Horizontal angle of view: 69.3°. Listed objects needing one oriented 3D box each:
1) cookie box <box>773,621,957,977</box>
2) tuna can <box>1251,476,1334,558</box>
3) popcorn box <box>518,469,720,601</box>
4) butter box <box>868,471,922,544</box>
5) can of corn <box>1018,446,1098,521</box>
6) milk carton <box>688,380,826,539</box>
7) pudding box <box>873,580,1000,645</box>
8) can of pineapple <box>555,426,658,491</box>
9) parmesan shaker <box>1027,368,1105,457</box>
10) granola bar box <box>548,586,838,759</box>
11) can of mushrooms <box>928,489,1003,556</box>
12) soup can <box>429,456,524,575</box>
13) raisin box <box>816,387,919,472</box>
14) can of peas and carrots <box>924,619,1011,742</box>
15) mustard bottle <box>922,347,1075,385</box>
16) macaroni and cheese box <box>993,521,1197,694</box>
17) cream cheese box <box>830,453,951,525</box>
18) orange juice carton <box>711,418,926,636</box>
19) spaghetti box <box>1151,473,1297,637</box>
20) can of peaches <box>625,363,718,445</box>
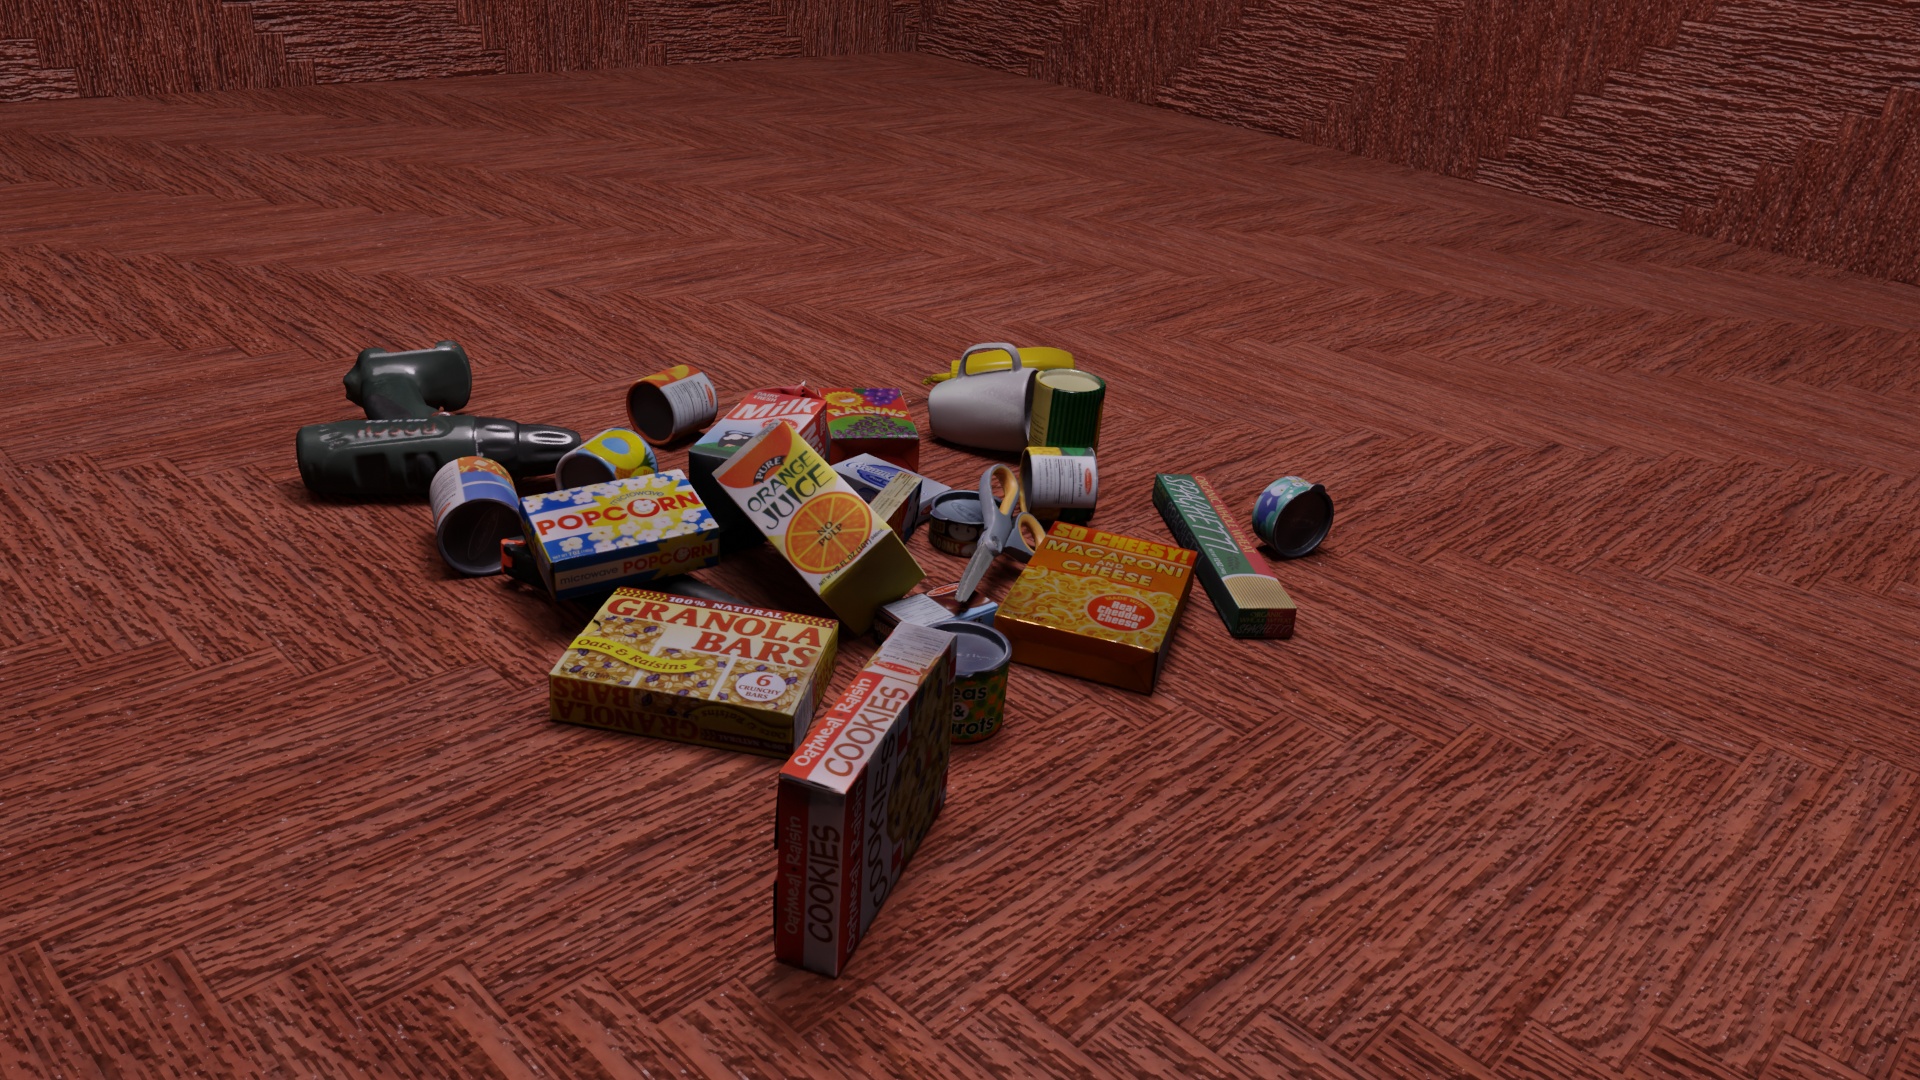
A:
[{"bbox_3d":[-0.051,0.139,0.775,0.040,0.122,0.168,12,28,16],"label":"cookie box"},{"bbox_3d":[0.290,-0.023,1.210,0.071,0.070,0.033,-9,29,-26],"label":"tuna can"},{"bbox_3d":[-0.252,-0.006,1.029,0.127,0.038,0.085,-13,40,-27],"label":"popcorn box"},{"bbox_3d":[-0.061,-0.013,1.145,0.024,0.052,0.104,15,29,12],"label":"butter box"},{"bbox_3d":[0.085,-0.050,1.233,0.058,0.070,0.071,1,27,-9],"label":"can of corn"},{"bbox_3d":[-0.170,-0.079,1.231,0.073,0.072,0.191,10,27,10],"label":"milk carton"},{"bbox_3d":[-0.017,0.061,1.034,0.084,0.030,0.050,-17,34,-37],"label":"pudding box"},{"bbox_3d":[-0.296,-0.054,1.169,0.071,0.070,0.058,14,28,16],"label":"can of pineapple"},{"bbox_3d":[0.098,-0.100,1.290,0.071,0.102,0.071,5,27,-2],"label":"parmesan shaker"},{"bbox_3d":[-0.177,0.086,0.946,0.166,0.039,0.125,9,27,5],"label":"granola bar box"},{"bbox_3d":[0.004,-0.015,1.182,0.071,0.033,0.071,5,27,-2],"label":"can of mushrooms"},{"bbox_3d":[-0.376,-0.019,1.088,0.071,0.071,0.084,-7,29,-22],"label":"soup can"},{"bbox_3d":[-0.091,-0.107,1.339,0.086,0.040,0.124,-2,29,-12],"label":"raisin box"},{"bbox_3d":[-0.001,0.096,0.937,0.071,0.058,0.071,4,28,-2],"label":"can of peas and carrots"},{"bbox_3d":[0.040,-0.171,1.462,0.160,0.065,0.049,1,31,0],"label":"mustard bottle"},{"bbox_3d":[0.107,0.048,1.073,0.124,0.040,0.167,13,28,14],"label":"macaroni and cheese box"},{"bbox_3d":[-0.064,-0.046,1.240,0.104,0.024,0.053,23,30,30],"label":"cream cheese box"},{"bbox_3d":[-0.118,-0.022,1.064,0.072,0.072,0.193,-42,55,-6],"label":"orange juice carton"},{"bbox_3d":[0.219,0.006,1.186,0.050,0.028,0.251,1,28,-10],"label":"spaghetti box"},{"bbox_3d":[-0.276,-0.128,1.318,0.071,0.071,0.058,20,31,26],"label":"can of peaches"}]
